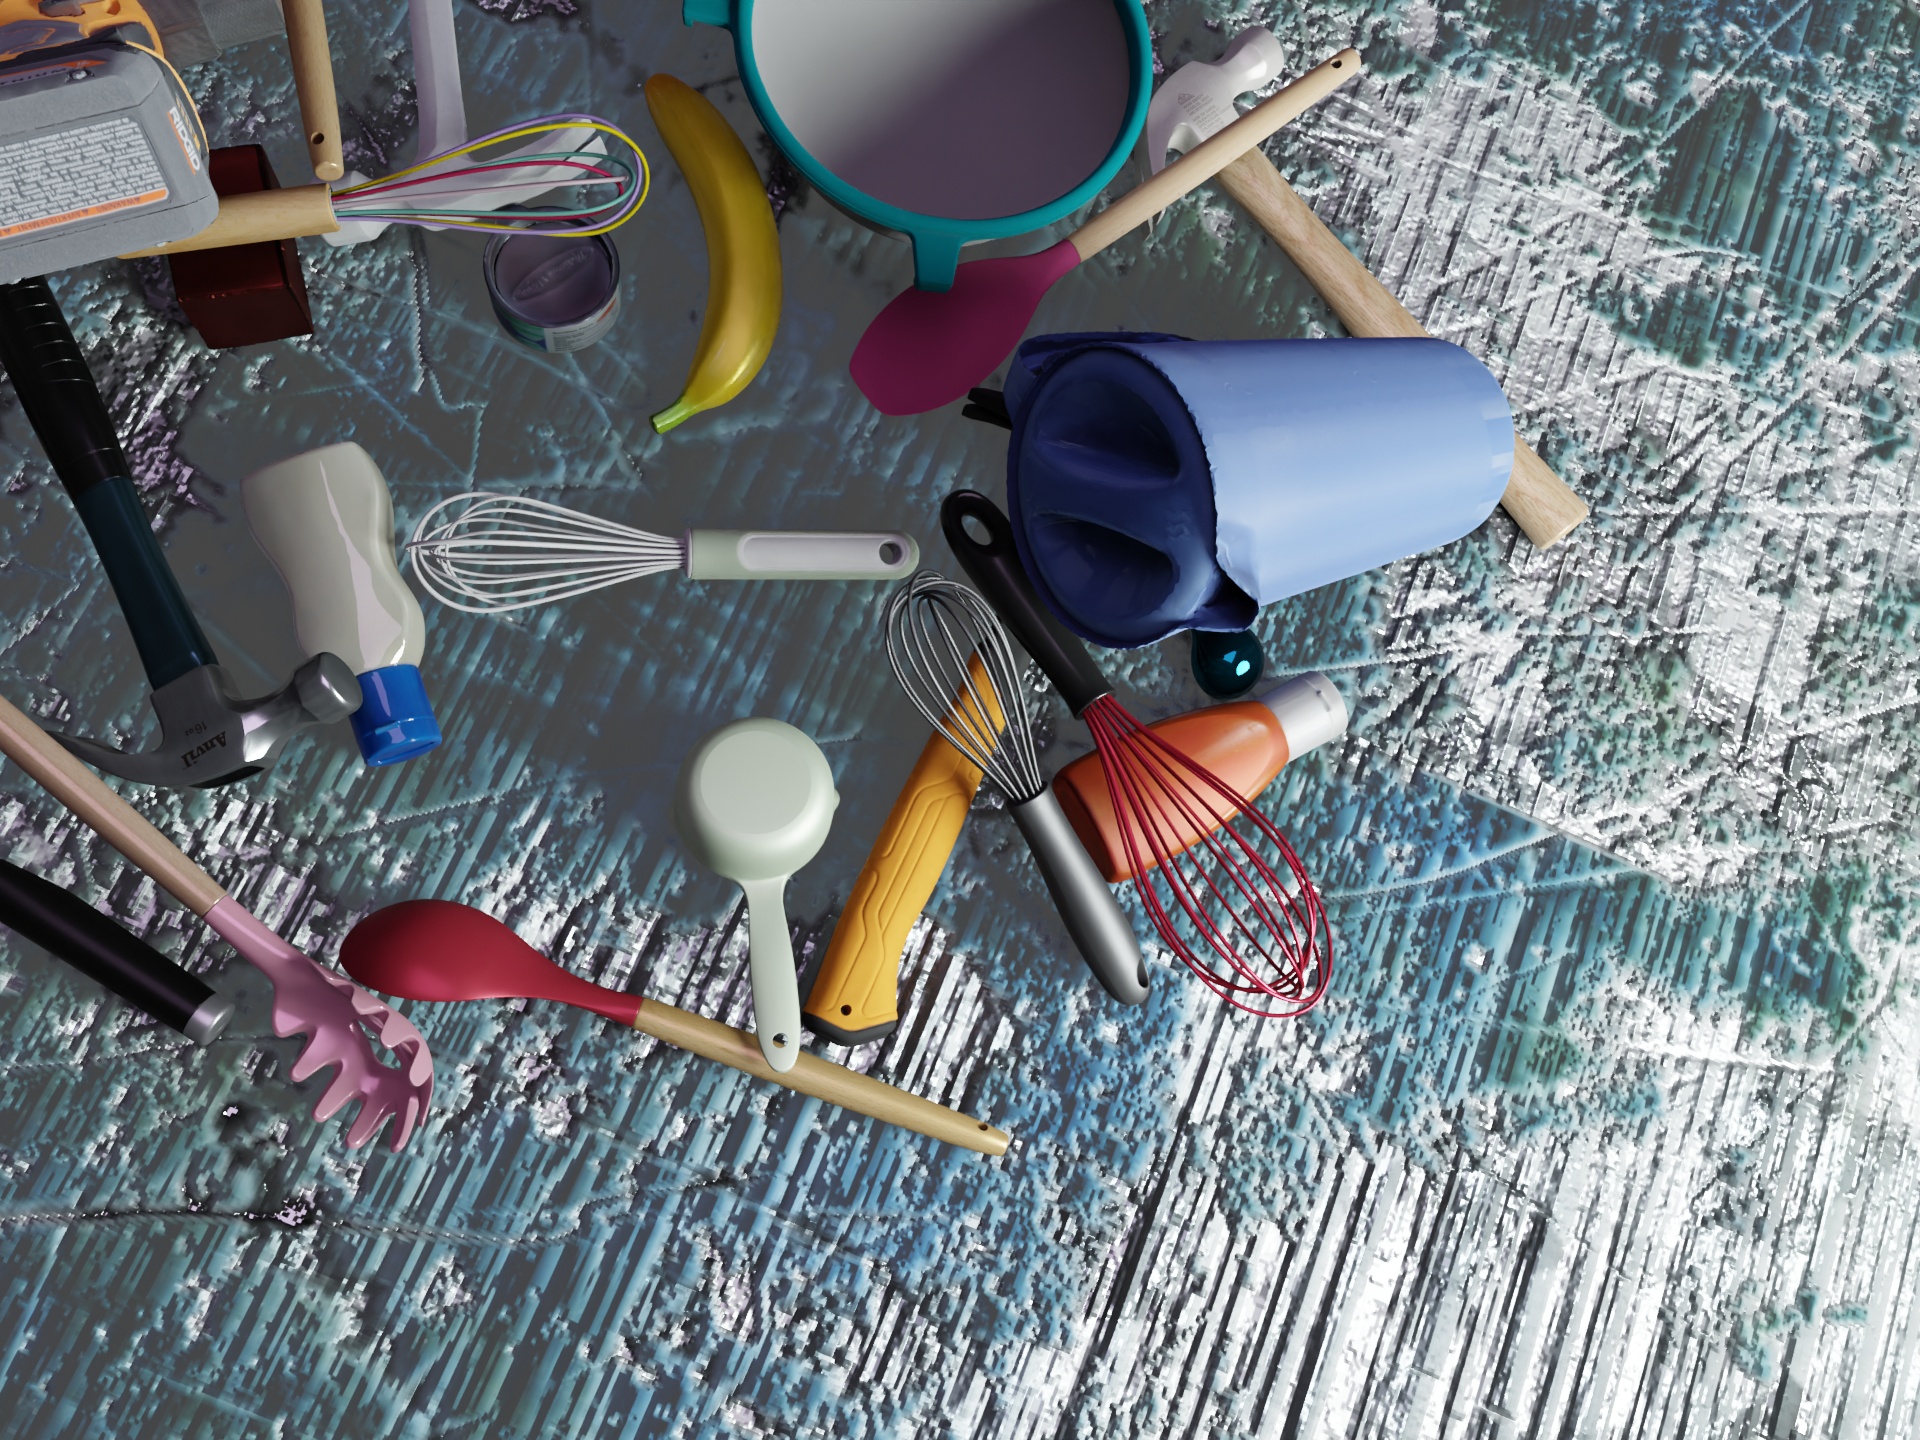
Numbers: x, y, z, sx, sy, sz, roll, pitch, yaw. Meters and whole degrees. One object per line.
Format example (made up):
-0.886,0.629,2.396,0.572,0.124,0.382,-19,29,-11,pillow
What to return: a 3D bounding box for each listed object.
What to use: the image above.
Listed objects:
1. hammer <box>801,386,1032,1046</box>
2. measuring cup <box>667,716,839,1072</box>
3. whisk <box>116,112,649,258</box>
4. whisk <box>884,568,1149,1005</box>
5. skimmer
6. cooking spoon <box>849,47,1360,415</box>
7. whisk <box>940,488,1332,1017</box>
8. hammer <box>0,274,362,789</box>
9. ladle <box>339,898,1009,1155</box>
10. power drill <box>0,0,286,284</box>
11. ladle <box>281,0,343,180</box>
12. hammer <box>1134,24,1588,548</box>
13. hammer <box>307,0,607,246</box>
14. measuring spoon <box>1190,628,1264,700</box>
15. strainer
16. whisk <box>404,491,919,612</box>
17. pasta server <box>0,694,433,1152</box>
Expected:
-0.001,-0.002,0.782,0.127,0.034,0.337,25,74,-4,hammer
-0.090,0.076,0.732,0.083,0.038,0.168,-5,67,-11,measuring cup
-0.266,-0.236,0.735,0.245,0.047,0.051,-10,66,-8,whisk
0.032,0.037,0.741,0.055,0.055,0.238,-33,106,-15,whisk
-0.481,0.043,0.662,0.363,0.090,0.127,34,107,-3,skimmer
0.080,-0.261,0.836,0.319,0.017,0.069,-35,74,-3,cooking spoon
0.074,0.008,0.738,0.073,0.073,0.296,-29,73,-15,whisk
-0.397,-0.116,0.730,0.128,0.033,0.331,-30,79,3,hammer
-0.123,0.143,0.724,0.315,0.069,0.031,22,114,-9,ladle
-0.384,-0.289,0.717,0.185,0.084,0.226,-19,44,-11,power drill
-0.320,-0.397,0.735,0.078,0.062,0.320,-15,76,4,ladle
0.220,-0.226,0.872,0.130,0.031,0.331,-39,86,-16,hammer
-0.277,-0.442,0.828,0.144,0.035,0.406,-10,77,2,hammer
0.118,-0.067,0.800,0.042,0.021,0.128,-39,107,-23,measuring spoon
0.032,-0.367,0.842,0.340,0.095,0.211,-41,88,-17,strainer
-0.140,-0.082,0.771,0.246,0.059,0.058,-1,89,-15,whisk
-0.347,0.066,0.685,0.316,0.040,0.060,43,114,-6,pasta server
